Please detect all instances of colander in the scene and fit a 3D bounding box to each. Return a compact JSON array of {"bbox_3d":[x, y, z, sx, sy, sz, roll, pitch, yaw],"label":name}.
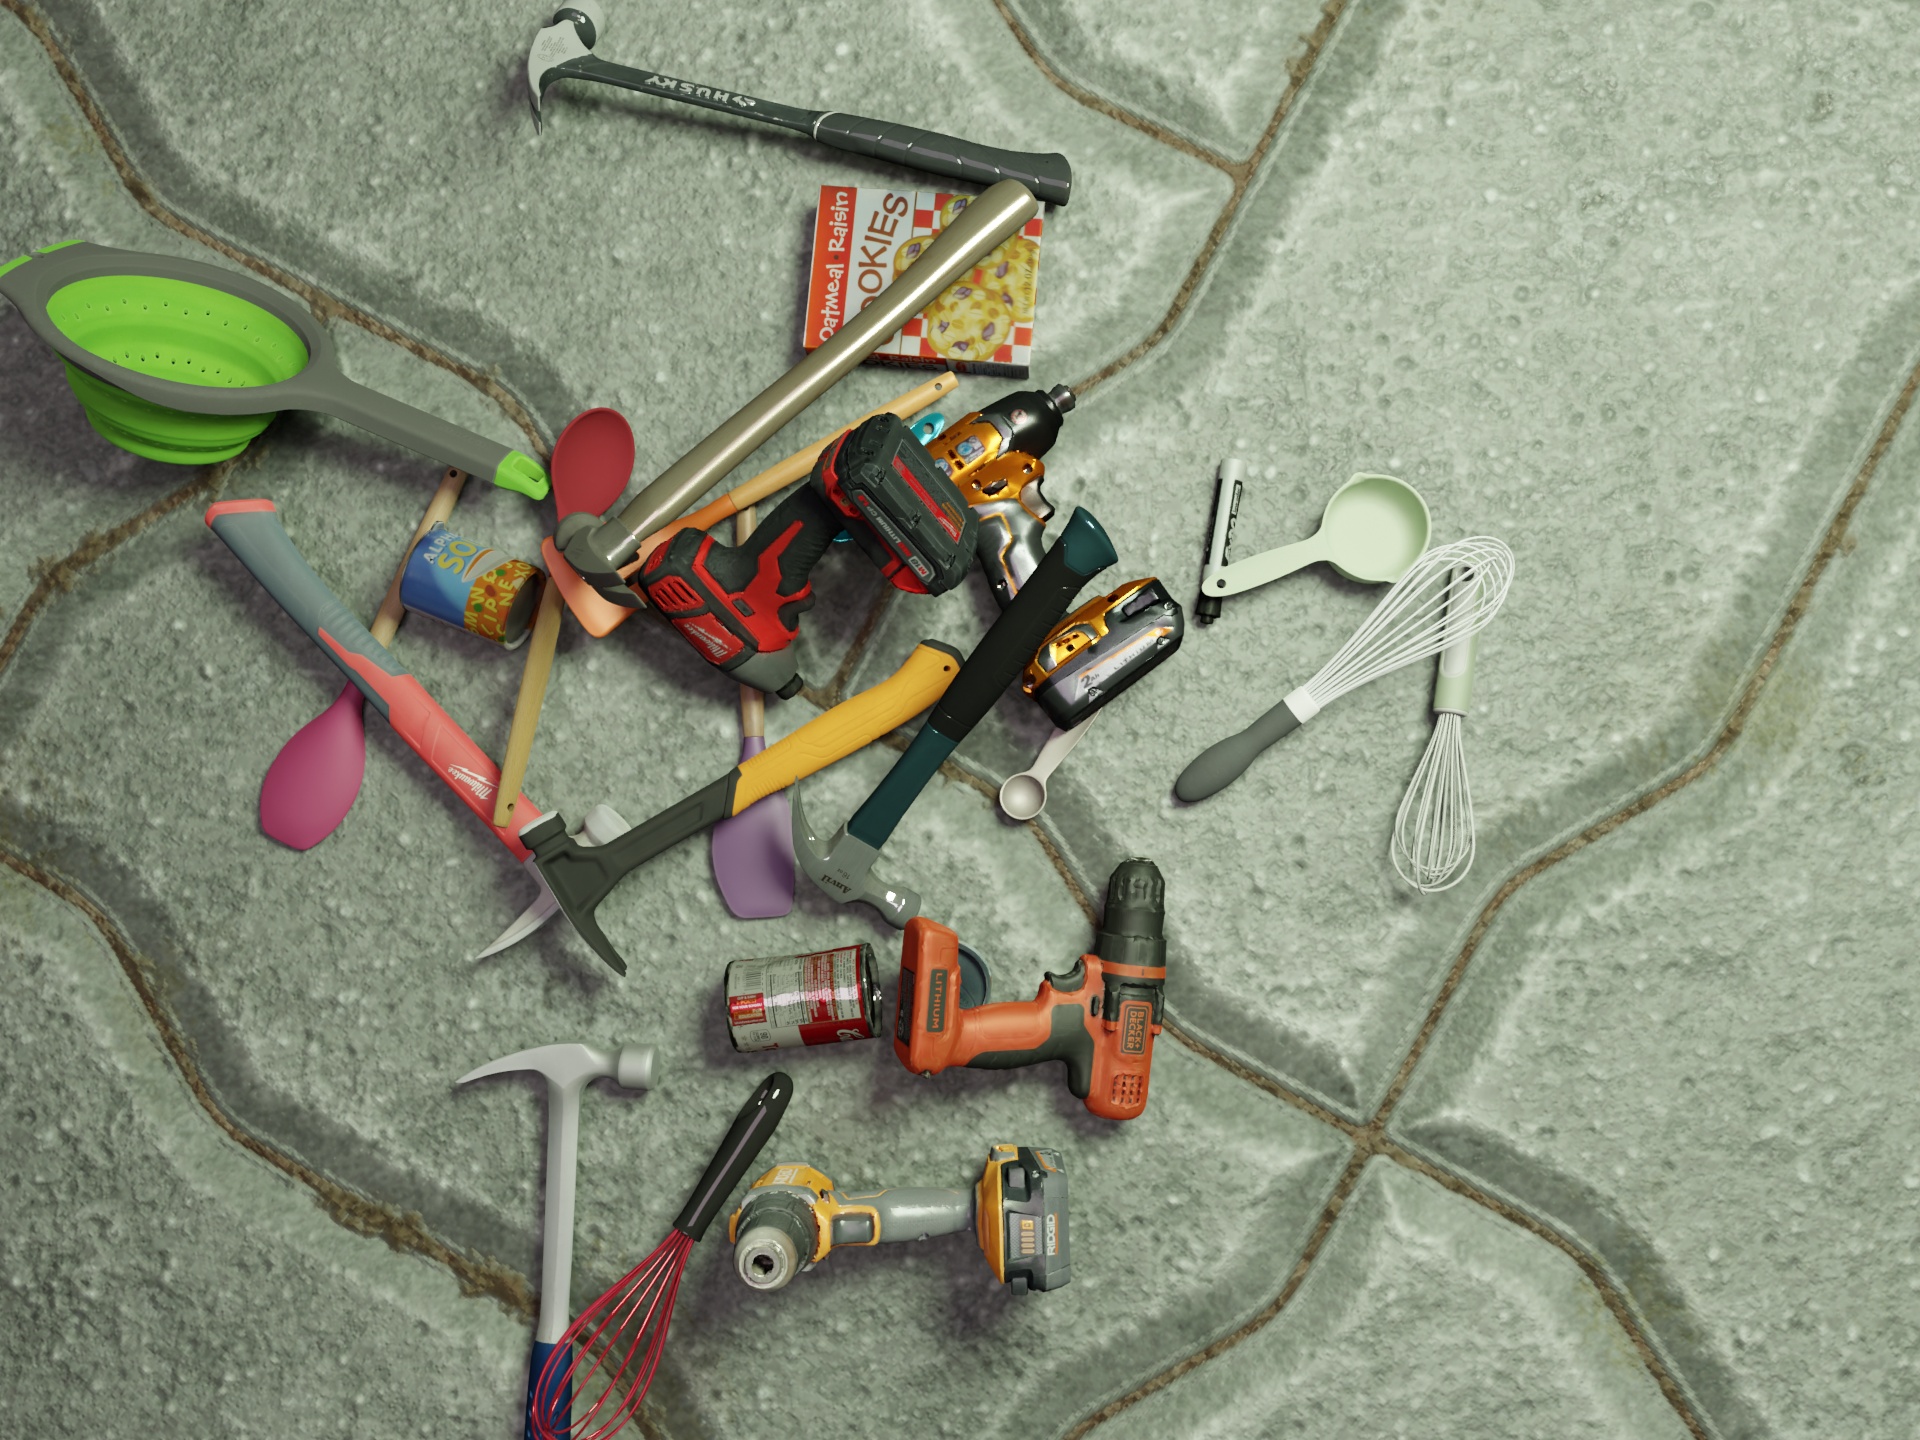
[{"bbox_3d":[-0.495,-0.220,1.163,0.397,0.205,0.094,23,122,-5],"label":"colander"}]

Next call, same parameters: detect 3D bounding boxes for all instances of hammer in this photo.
[{"bbox_3d":[-0.422,-0.005,1.166,0.143,0.038,0.386,-44,89,1],"label":"hammer"},{"bbox_3d":[-0.002,-0.003,1.080,0.128,0.033,0.331,31,111,-17],"label":"hammer"},{"bbox_3d":[-0.101,-0.231,1.087,0.410,0.146,0.038,-42,122,-7],"label":"hammer"},{"bbox_3d":[-0.117,-0.438,1.164,0.409,0.036,0.149,13,50,0],"label":"hammer"},{"bbox_3d":[-0.298,0.435,1.147,0.144,0.035,0.405,2,87,4],"label":"hammer"},{"bbox_3d":[-0.139,0.047,1.141,0.337,0.034,0.127,-31,98,-6],"label":"hammer"}]

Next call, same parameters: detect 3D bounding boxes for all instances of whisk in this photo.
[{"bbox_3d":[-0.203,0.377,1.114,0.073,0.073,0.296,31,75,5],"label":"whisk"},{"bbox_3d":[0.266,-0.030,1.115,0.284,0.070,0.070,-39,85,13],"label":"whisk"},{"bbox_3d":[0.345,0.002,1.125,0.058,0.059,0.246,5,82,32],"label":"whisk"}]

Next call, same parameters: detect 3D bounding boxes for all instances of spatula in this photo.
[{"bbox_3d":[-0.144,-0.170,1.151,0.322,0.041,0.081,-29,94,1],"label":"spatula"},{"bbox_3d":[-0.156,-0.013,1.172,0.060,0.018,0.316,-2,87,-2],"label":"spatula"}]

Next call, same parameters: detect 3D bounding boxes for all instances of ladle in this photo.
[{"bbox_3d":[-0.295,-0.077,1.152,0.031,0.069,0.315,2,76,40],"label":"ladle"}]

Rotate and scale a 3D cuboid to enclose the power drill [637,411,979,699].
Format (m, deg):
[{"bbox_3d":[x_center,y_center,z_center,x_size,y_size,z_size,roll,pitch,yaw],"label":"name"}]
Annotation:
[{"bbox_3d":[-0.101,-0.101,1.088,0.219,0.079,0.143,-27,117,29],"label":"power drill"}]

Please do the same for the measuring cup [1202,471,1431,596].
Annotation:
[{"bbox_3d":[0.253,-0.120,1.142,0.167,0.038,0.083,-20,85,5],"label":"measuring cup"}]

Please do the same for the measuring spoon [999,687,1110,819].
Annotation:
[{"bbox_3d":[0.073,0.021,1.159,0.034,0.018,0.124,34,83,18],"label":"measuring spoon"}]

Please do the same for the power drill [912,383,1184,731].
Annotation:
[{"bbox_3d":[0.062,-0.125,1.134,0.164,0.084,0.226,-37,81,-1],"label":"power drill"}]

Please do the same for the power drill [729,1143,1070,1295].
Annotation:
[{"bbox_3d":[-0.041,0.338,1.063,0.226,0.185,0.084,-1,85,1],"label":"power drill"}]

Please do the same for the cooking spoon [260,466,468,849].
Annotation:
[{"bbox_3d":[-0.441,-0.053,1.194,0.069,0.017,0.319,25,88,2],"label":"cooking spoon"}]

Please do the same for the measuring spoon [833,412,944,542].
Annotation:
[{"bbox_3d":[-0.061,-0.183,1.179,0.128,0.021,0.042,-45,109,-8],"label":"measuring spoon"}]
